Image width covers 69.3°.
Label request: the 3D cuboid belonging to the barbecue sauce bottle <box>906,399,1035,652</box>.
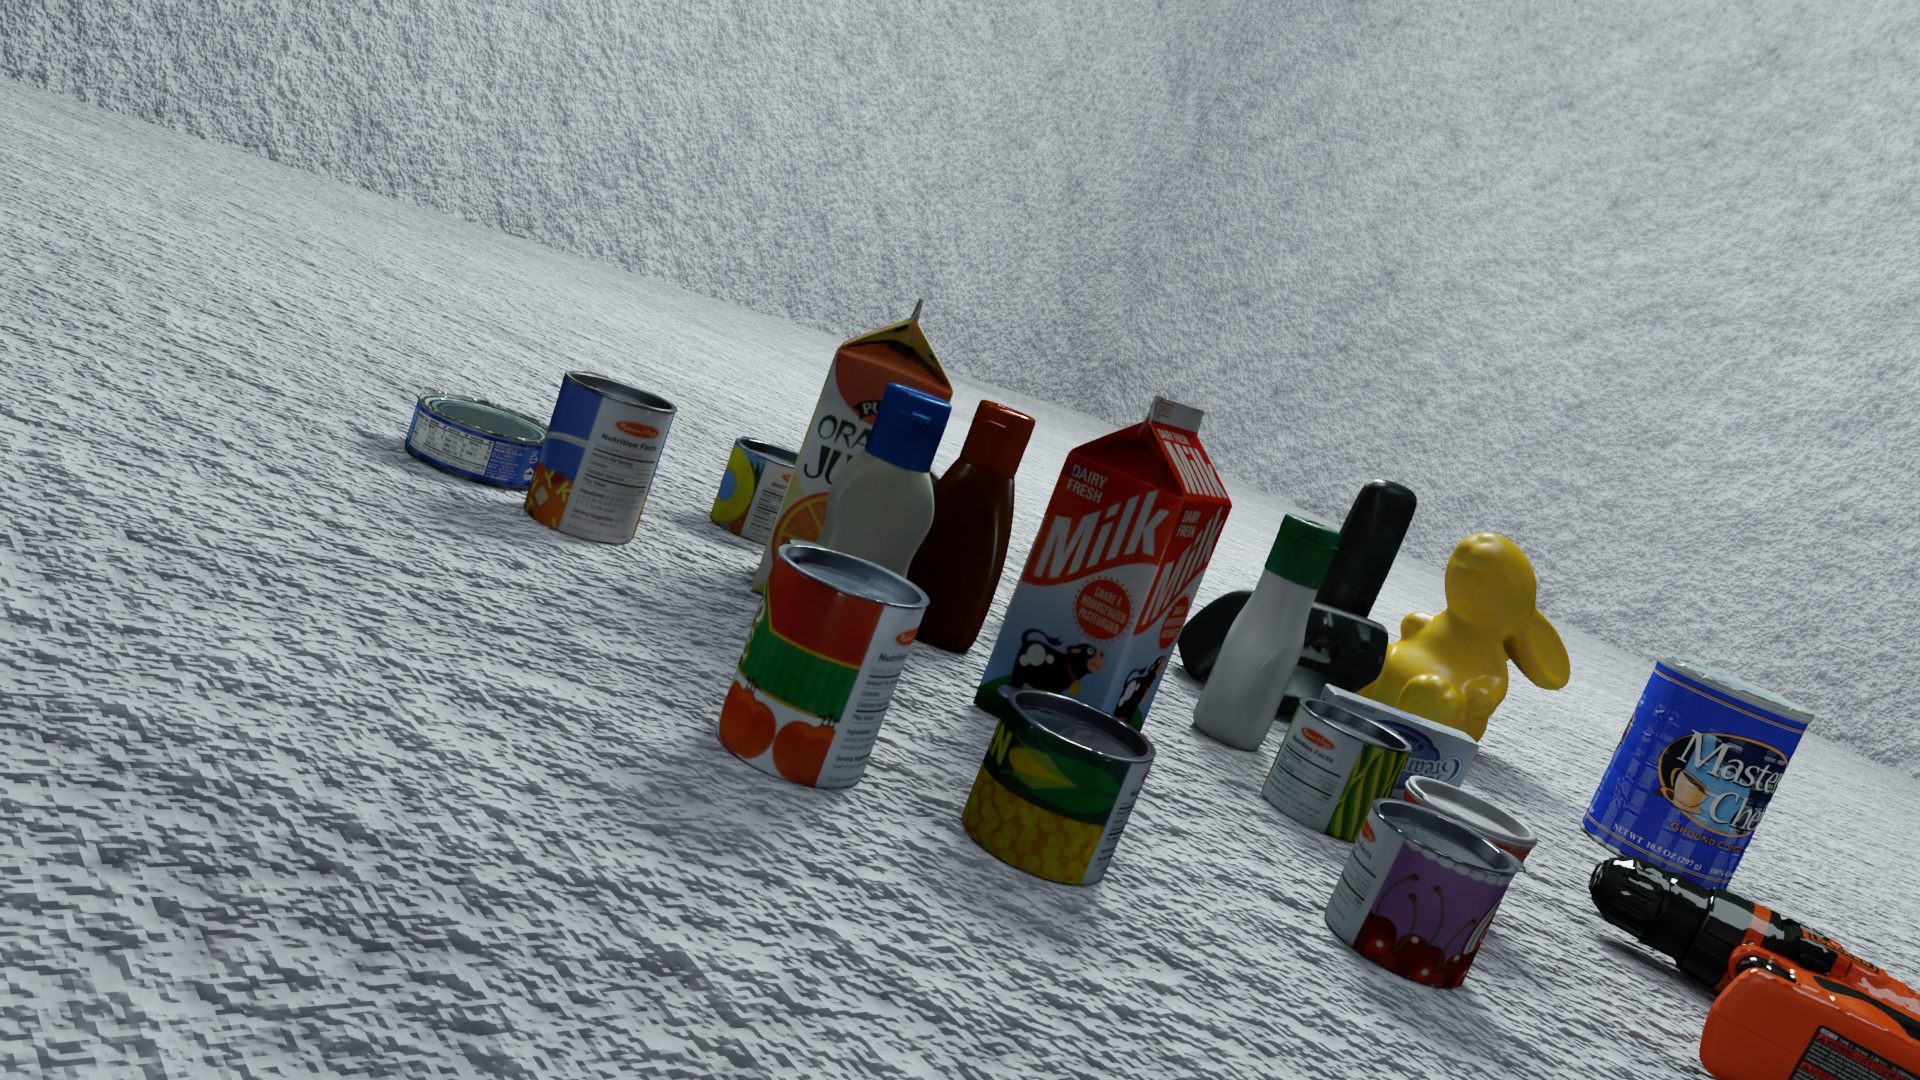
[{"bbox_3d":[0.003,-0.011,0.844,0.065,0.148,0.044,23,9,11],"label":"barbecue sauce bottle"}]

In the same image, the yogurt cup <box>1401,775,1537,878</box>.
[{"bbox_3d":[0.251,0.160,0.710,0.072,0.054,0.072,20,10,-3],"label":"yogurt cup"}]

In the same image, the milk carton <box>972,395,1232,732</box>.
[{"bbox_3d":[0.084,0.016,0.746,0.073,0.190,0.072,26,11,28],"label":"milk carton"}]

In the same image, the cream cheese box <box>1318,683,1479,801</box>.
[{"bbox_3d":[0.272,0.134,0.889,0.104,0.053,0.024,19,9,-7],"label":"cream cheese box"}]

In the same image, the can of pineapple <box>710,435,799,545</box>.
[{"bbox_3d":[-0.132,-0.033,0.953,0.071,0.057,0.071,20,10,-3],"label":"can of pineapple"}]

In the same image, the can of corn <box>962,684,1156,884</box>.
[{"bbox_3d":[0.038,0.101,0.580,0.071,0.058,0.071,20,10,-3],"label":"can of corn"}]

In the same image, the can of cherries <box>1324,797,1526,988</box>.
[{"bbox_3d":[0.207,0.157,0.619,0.071,0.058,0.071,20,10,-3],"label":"can of cherries"}]

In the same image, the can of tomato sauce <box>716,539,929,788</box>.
[{"bbox_3d":[-0.060,0.051,0.580,0.071,0.083,0.071,20,10,-3],"label":"can of tomato sauce"}]

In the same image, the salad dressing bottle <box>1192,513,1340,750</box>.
[{"bbox_3d":[0.194,0.057,0.872,0.044,0.147,0.064,27,11,35],"label":"salad dressing bottle"}]

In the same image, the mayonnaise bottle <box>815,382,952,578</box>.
[{"bbox_3d":[-0.046,-0.008,0.734,0.065,0.147,0.041,18,10,-17],"label":"mayonnaise bottle"}]

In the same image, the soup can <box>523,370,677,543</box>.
[{"bbox_3d":[-0.210,-0.049,0.807,0.071,0.083,0.071,20,10,-3],"label":"soup can"}]

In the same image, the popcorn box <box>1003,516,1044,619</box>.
[{"bbox_3d":[0.098,0.031,0.995,0.127,0.085,0.038,11,13,-44],"label":"popcorn box"}]

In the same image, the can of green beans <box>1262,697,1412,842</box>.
[{"bbox_3d":[0.211,0.129,0.782,0.071,0.057,0.071,20,10,-3],"label":"can of green beans"}]

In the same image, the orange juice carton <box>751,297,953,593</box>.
[{"bbox_3d":[-0.056,-0.053,0.825,0.073,0.192,0.072,20,9,-5],"label":"orange juice carton"}]
